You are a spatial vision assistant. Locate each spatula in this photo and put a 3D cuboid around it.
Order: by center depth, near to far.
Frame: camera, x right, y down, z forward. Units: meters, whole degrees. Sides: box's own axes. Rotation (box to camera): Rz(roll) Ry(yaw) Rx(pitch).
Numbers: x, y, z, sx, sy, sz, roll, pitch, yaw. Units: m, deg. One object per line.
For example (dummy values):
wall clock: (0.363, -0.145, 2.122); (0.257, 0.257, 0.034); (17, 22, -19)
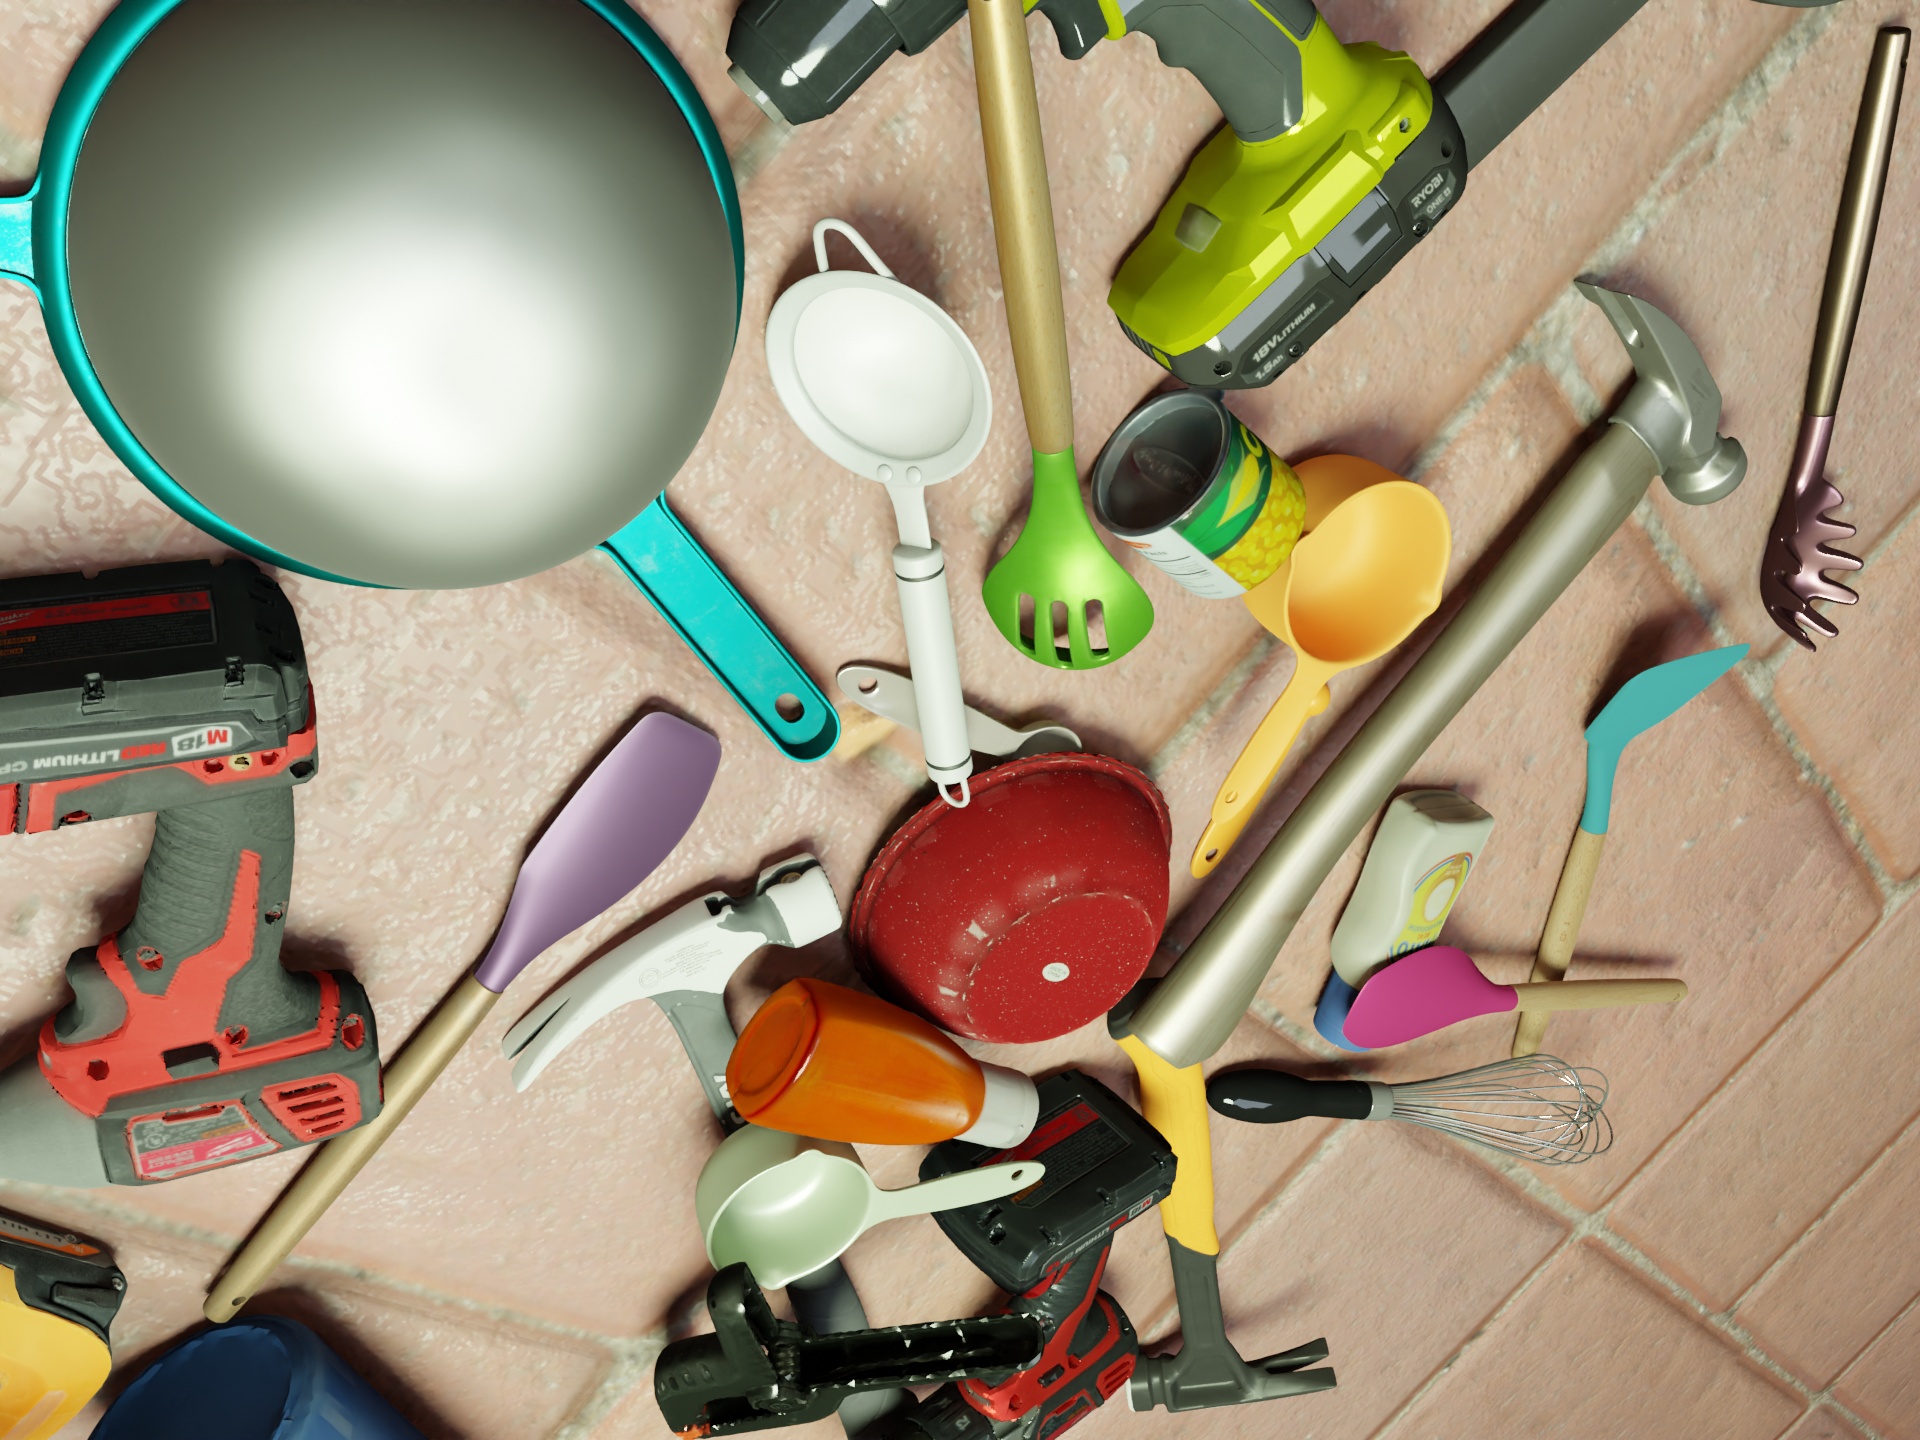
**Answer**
spatula: (-0.202, 0.123, 0.636); (0.316, 0.018, 0.059); (-49, 140, 6)
spatula: (0.365, 0.089, 0.916); (0.082, 0.044, 0.317); (-13, 125, -23)

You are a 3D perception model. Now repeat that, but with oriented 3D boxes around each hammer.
hammer: (0.212, -0.009, 0.752); (0.146, 0.038, 0.410); (37, 92, -38)
hammer: (-0.086, 0.244, 0.766); (0.149, 0.036, 0.408); (-24, 128, -13)
hammer: (0.135, 0.273, 0.889); (0.127, 0.034, 0.336); (-9, 123, 6)

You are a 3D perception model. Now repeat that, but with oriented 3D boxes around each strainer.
strainer: (-0.121, -0.079, 0.505); (0.211, 0.095, 0.340); (-39, 129, -3)
strainer: (-0.017, -0.069, 0.595); (0.050, 0.087, 0.258); (-54, 145, -45)

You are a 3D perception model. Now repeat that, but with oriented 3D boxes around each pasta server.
pasta server: (0.444, -0.179, 0.798); (0.060, 0.040, 0.316); (-28, 128, -27)

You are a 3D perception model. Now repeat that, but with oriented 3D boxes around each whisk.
whisk: (0.266, 0.223, 0.929); (0.284, 0.070, 0.070); (8, 115, -22)

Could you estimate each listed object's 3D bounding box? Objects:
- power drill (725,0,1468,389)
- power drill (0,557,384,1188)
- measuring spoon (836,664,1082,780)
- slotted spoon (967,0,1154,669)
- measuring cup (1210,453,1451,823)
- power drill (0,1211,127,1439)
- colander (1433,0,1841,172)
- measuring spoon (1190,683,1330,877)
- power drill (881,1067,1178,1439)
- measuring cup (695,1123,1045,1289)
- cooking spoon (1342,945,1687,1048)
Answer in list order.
power drill: (0.052, -0.219, 0.529); (0.190, 0.080, 0.228); (-45, 128, 8)
power drill: (-0.274, 0.065, 0.525); (0.143, 0.079, 0.219); (-9, 126, -24)
measuring spoon: (-0.001, -0.002, 0.676); (0.124, 0.018, 0.034); (22, 114, -30)
slotted spoon: (0.027, -0.117, 0.551); (0.070, 0.031, 0.313); (5, 142, 14)
measuring cup: (0.145, -0.037, 0.710); (0.095, 0.052, 0.173); (14, 113, -35)
power drill: (-0.324, 0.272, 0.523); (0.084, 0.226, 0.185); (-45, 130, 3)
colander: (0.316, -0.319, 0.601); (0.397, 0.095, 0.204); (-44, 130, 1)
measuring spoon: (0.147, 0.031, 0.778); (0.021, 0.011, 0.117); (20, 108, -36)
power drill: (0.021, 0.310, 0.821); (0.188, 0.080, 0.226); (-22, 131, -34)
measuring cup: (-0.040, 0.206, 0.720); (0.167, 0.038, 0.083); (-1, 121, -29)
cooking spoon: (0.333, 0.160, 0.923); (0.318, 0.017, 0.068); (5, 117, -37)
